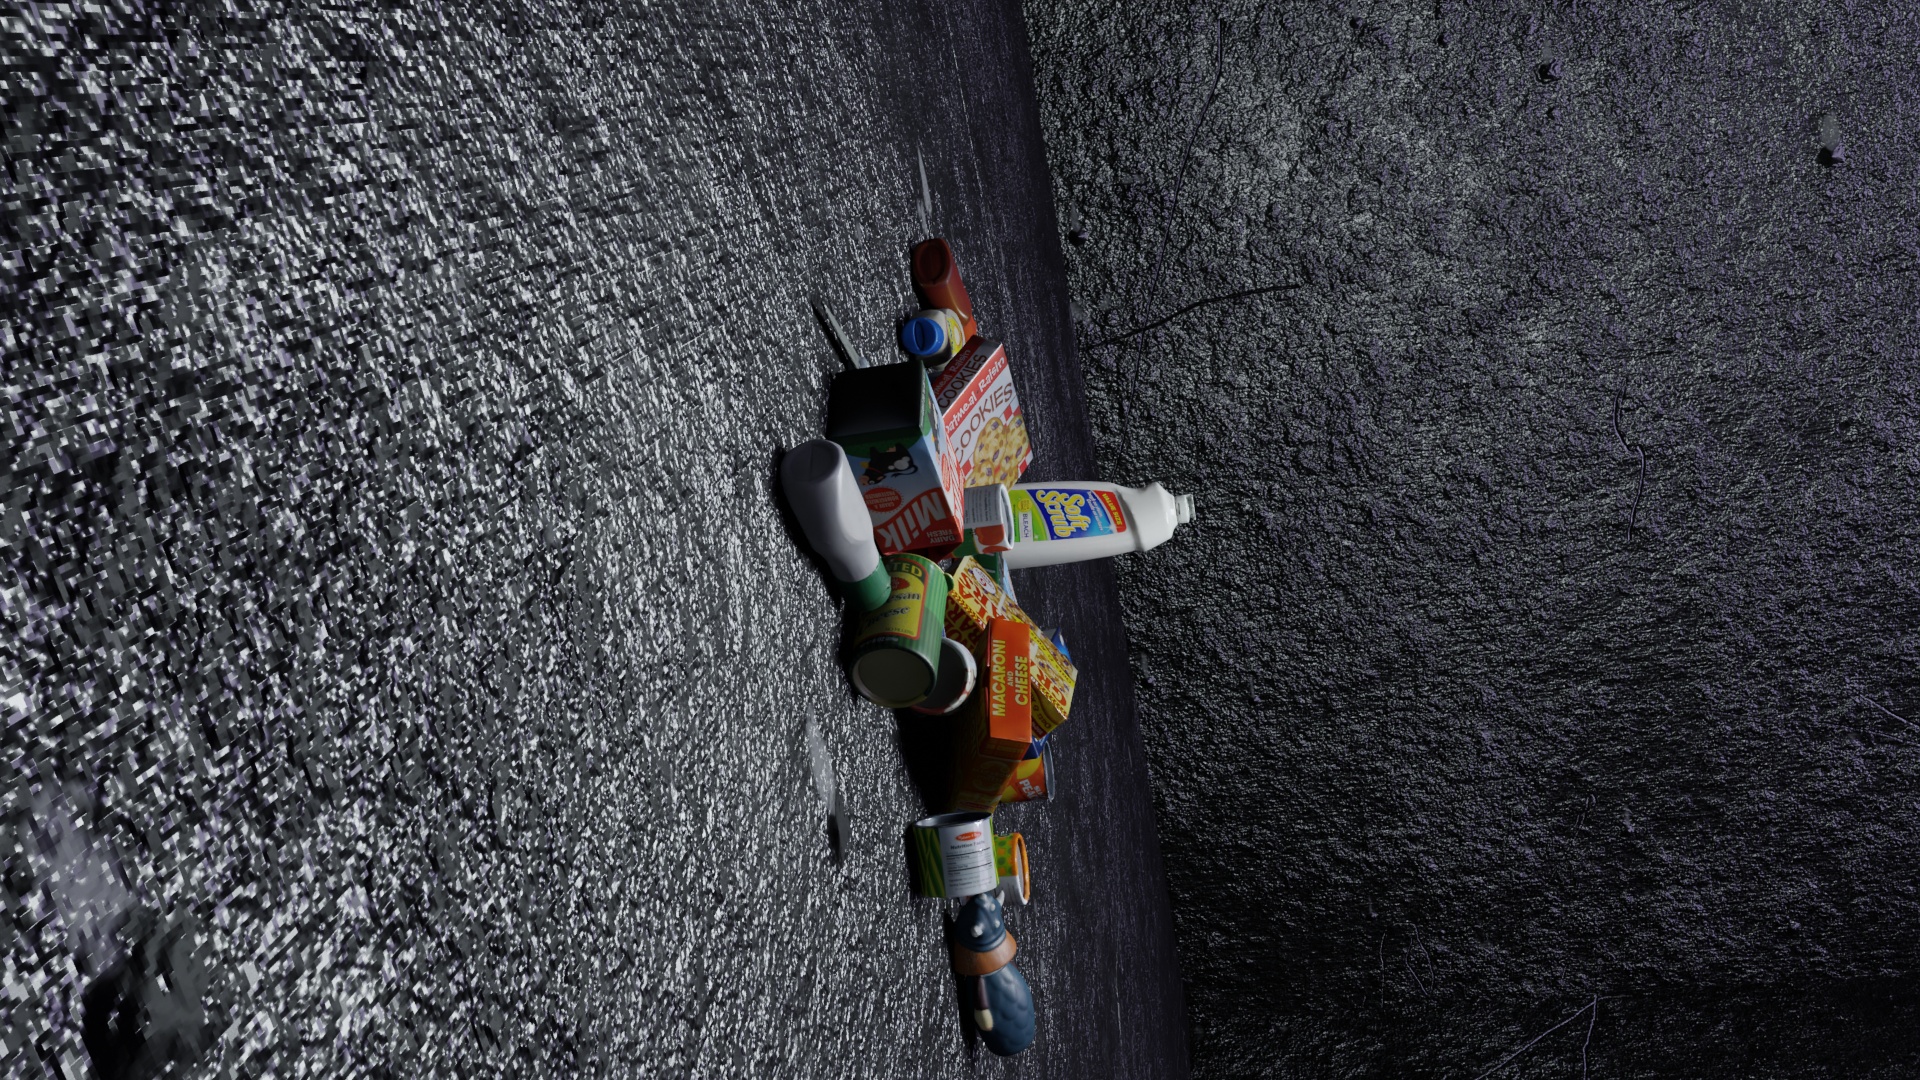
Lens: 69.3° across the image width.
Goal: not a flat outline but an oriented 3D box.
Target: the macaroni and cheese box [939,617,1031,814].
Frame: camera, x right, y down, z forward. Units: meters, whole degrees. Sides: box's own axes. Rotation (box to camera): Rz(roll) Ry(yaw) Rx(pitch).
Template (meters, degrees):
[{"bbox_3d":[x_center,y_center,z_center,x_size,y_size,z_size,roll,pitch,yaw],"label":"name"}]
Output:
[{"bbox_3d":[0.020,0.166,1.206,0.165,0.040,0.124,111,-14,-47],"label":"macaroni and cheese box"}]

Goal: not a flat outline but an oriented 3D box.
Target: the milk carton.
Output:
[{"bbox_3d":[-0.043,-0.052,1.129,0.189,0.073,0.073,69,17,-51],"label":"milk carton"}]

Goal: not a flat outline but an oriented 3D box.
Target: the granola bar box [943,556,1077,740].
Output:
[{"bbox_3d":[0.039,0.099,1.325,0.165,0.039,0.124,47,18,-6],"label":"granola bar box"}]

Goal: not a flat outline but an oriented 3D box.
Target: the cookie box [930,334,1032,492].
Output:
[{"bbox_3d":[0.012,-0.103,1.397,0.123,0.040,0.166,-54,146,-28],"label":"cookie box"}]

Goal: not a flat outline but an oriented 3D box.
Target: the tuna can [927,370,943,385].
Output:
[{"bbox_3d":[-0.017,-0.139,1.430,0.071,0.033,0.071,-10,92,-79],"label":"tuna can"}]

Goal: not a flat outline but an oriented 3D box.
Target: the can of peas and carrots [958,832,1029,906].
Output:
[{"bbox_3d":[0.030,0.305,1.290,0.071,0.059,0.071,-9,92,-80],"label":"can of peas and carrots"}]

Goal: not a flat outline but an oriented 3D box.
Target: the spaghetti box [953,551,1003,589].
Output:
[{"bbox_3d":[0.019,0.029,1.452,0.028,0.050,0.251,59,26,-60],"label":"spaghetti box"}]

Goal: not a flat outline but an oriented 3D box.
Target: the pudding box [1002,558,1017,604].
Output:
[{"bbox_3d":[0.033,0.060,1.501,0.030,0.049,0.083,-89,166,-46],"label":"pudding box"}]

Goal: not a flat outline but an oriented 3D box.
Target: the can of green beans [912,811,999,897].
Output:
[{"bbox_3d":[-0.004,0.256,1.133,0.071,0.071,0.058,9,74,-79],"label":"can of green beans"}]

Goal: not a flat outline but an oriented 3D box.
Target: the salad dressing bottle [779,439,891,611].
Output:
[{"bbox_3d":[-0.084,-0.006,0.971,0.147,0.044,0.064,71,13,-49],"label":"salad dressing bottle"}]

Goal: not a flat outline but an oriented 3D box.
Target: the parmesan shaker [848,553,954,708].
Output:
[{"bbox_3d":[-0.043,0.067,1.047,0.103,0.071,0.071,-84,163,-51],"label":"parmesan shaker"}]

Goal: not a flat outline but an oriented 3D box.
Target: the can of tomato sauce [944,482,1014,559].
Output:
[{"bbox_3d":[0.005,-0.017,1.323,0.071,0.083,0.071,-10,92,-79],"label":"can of tomato sauce"}]

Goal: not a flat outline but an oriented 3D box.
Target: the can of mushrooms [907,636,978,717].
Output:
[{"bbox_3d":[-0.022,0.114,1.147,0.033,0.071,0.071,41,42,-74],"label":"can of mushrooms"}]

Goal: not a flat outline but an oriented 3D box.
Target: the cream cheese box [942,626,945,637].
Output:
[{"bbox_3d":[-0.029,0.091,1.230,0.053,0.024,0.103,-6,88,-78],"label":"cream cheese box"}]

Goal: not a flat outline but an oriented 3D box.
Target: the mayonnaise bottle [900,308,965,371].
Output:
[{"bbox_3d":[-0.027,-0.204,1.402,0.148,0.041,0.064,-35,116,-79],"label":"mayonnaise bottle"}]

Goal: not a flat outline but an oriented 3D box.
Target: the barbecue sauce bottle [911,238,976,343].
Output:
[{"bbox_3d":[-0.014,-0.262,1.506,0.148,0.043,0.065,60,21,-64],"label":"barbecue sauce bottle"}]

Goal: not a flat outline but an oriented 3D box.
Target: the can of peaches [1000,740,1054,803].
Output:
[{"bbox_3d":[0.070,0.257,1.532,0.071,0.058,0.071,-9,92,-79],"label":"can of peaches"}]
